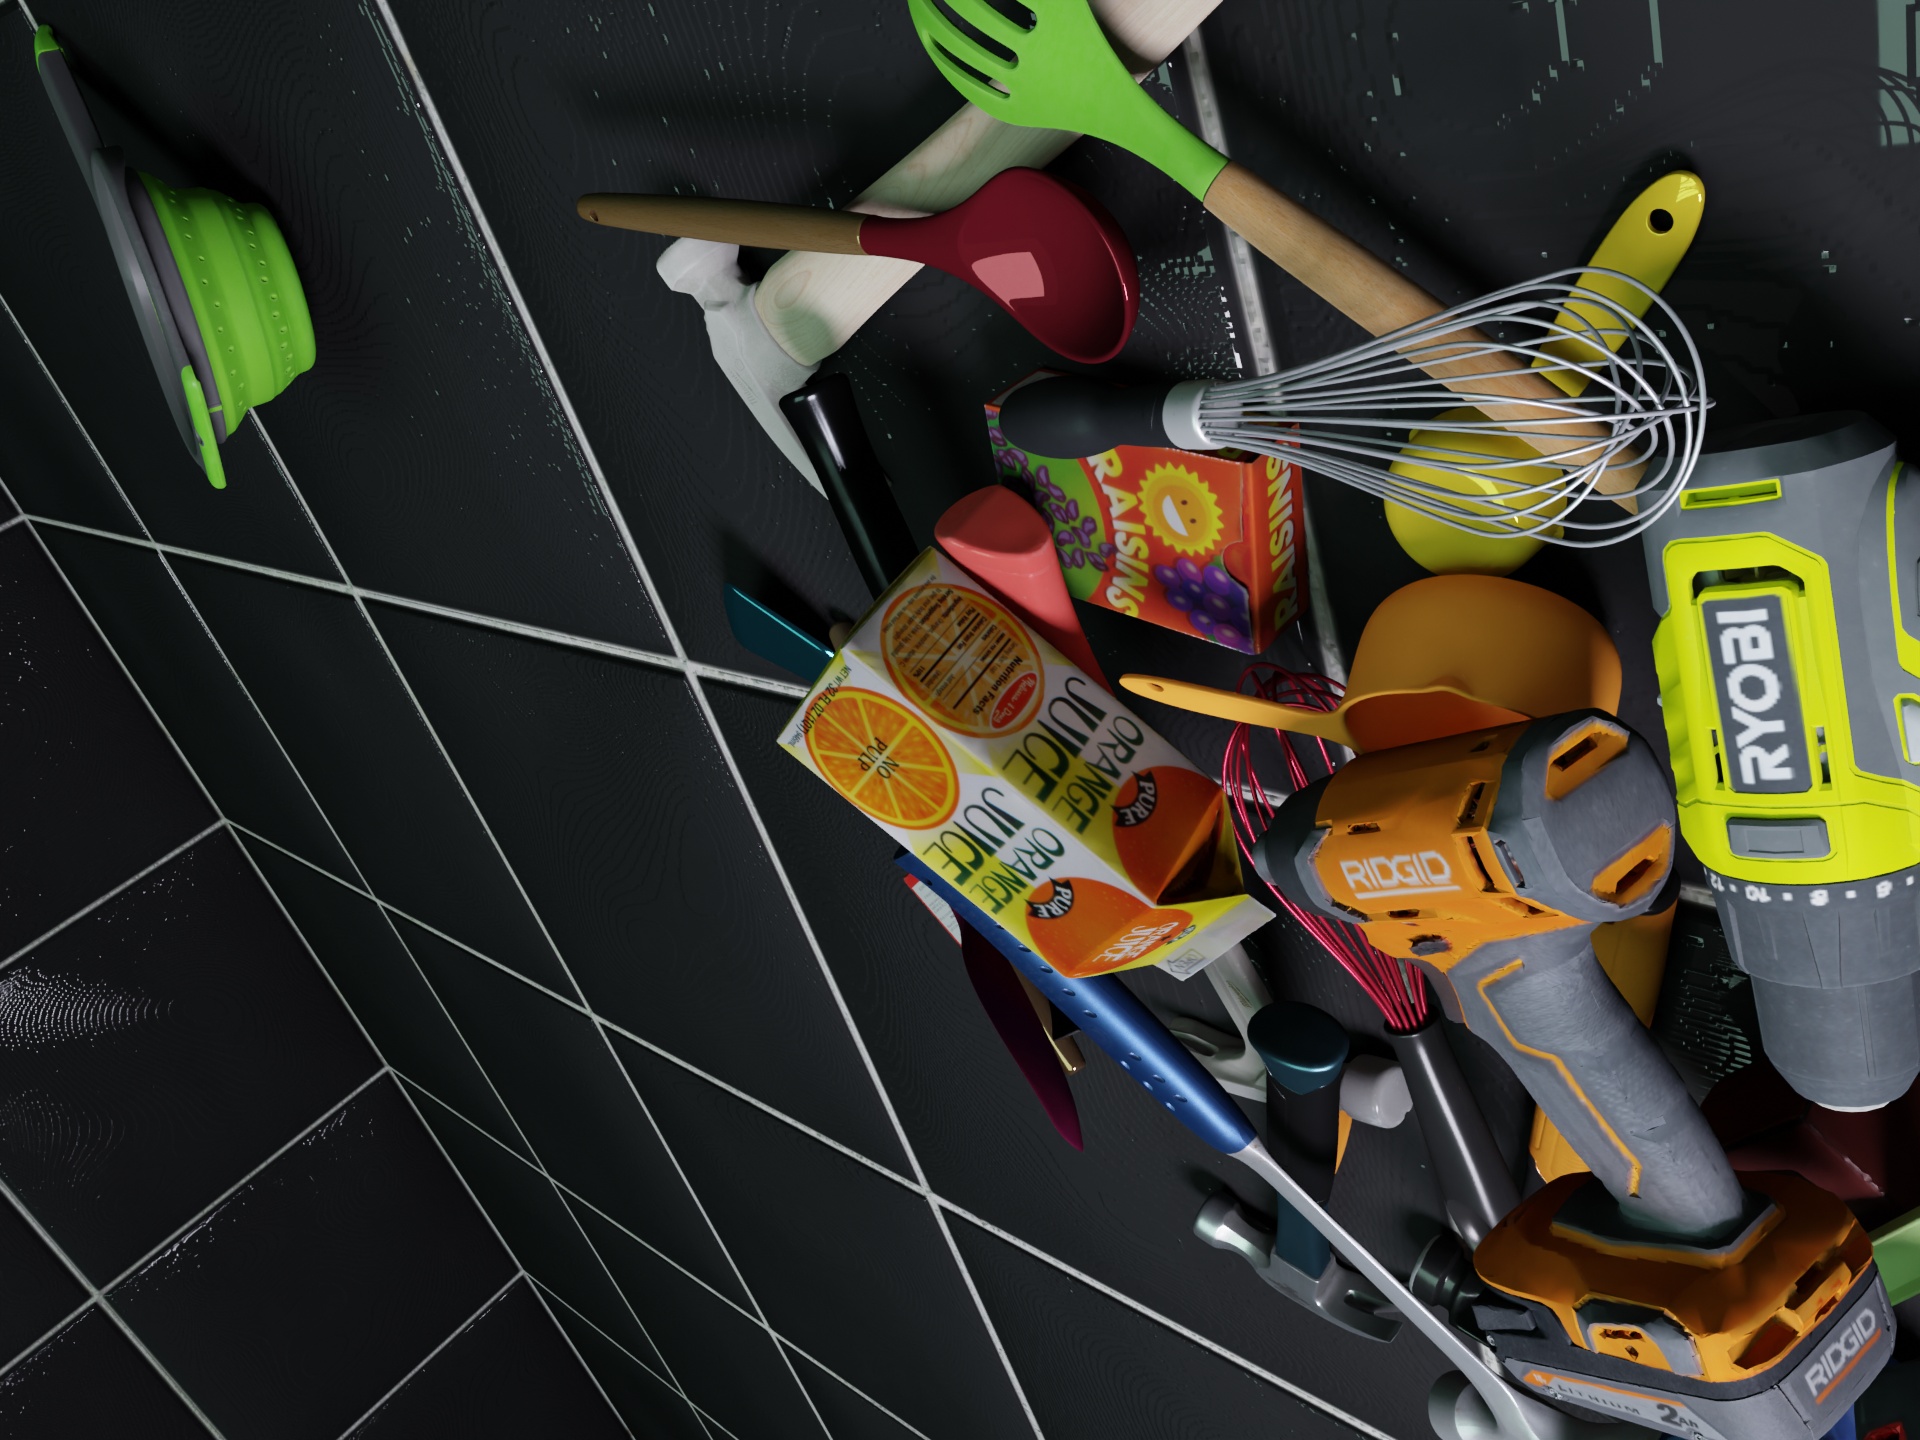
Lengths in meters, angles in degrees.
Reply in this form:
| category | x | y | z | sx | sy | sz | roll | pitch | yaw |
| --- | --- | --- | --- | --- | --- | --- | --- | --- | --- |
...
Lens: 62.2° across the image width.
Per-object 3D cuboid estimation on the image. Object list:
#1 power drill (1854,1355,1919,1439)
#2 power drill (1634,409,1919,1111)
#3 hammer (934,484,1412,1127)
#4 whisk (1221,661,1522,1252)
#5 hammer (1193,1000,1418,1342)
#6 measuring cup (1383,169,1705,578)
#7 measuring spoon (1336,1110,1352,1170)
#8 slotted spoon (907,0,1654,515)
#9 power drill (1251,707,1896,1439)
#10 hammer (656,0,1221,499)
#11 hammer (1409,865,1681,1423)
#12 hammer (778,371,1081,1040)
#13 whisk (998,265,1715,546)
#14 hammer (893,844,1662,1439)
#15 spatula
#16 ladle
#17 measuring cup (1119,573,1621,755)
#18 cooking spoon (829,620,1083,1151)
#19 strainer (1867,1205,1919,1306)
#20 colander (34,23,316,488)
| category | x | y | z | sx | sy | sz | roll | pitch | yaw |
| --- | --- | --- | --- | --- | --- | --- | --- | --- | --- |
| power drill | 0.377 | 0.289 | 0.437 | 0.226 | 0.188 | 0.080 | 8 | 138 | 6 |
| power drill | 0.287 | 0.013 | 0.376 | 0.228 | 0.080 | 0.190 | -3 | 106 | 45 |
| hammer | 0.080 | 0.050 | 0.717 | 0.149 | 0.037 | 0.358 | 5 | 136 | 48 |
| whisk | 0.177 | 0.106 | 0.649 | 0.073 | 0.073 | 0.295 | -4 | 116 | 53 |
| hammer | 0.166 | 0.224 | 0.779 | 0.128 | 0.033 | 0.330 | 28 | 154 | 28 |
| measuring cup | 0.177 | -0.099 | 0.488 | 0.062 | 0.029 | 0.156 | 40 | 148 | 15 |
| measuring spoon | 0.188 | 0.222 | 0.826 | 0.021 | 0.011 | 0.116 | 34 | 144 | 24 |
| slotted spoon | 0.099 | -0.150 | 0.483 | 0.314 | 0.031 | 0.070 | 39 | 148 | 7 |
| power drill | 0.186 | 0.111 | 0.527 | 0.226 | 0.084 | 0.164 | 64 | 153 | -4 |
| hammer | 0.012 | -0.200 | 0.585 | 0.146 | 0.038 | 0.410 | 54 | 148 | -10 |
| hammer | 0.263 | 0.182 | 0.671 | 0.127 | 0.034 | 0.336 | 27 | 141 | 34 |
| hammer | -0.001 | -0.002 | 0.724 | 0.146 | 0.035 | 0.334 | -108 | -5 | -64 |
| whisk | 0.097 | -0.096 | 0.490 | 0.285 | 0.070 | 0.070 | 16 | 135 | 55 |
| hammer | 0.130 | 0.186 | 0.681 | 0.405 | 0.035 | 0.144 | 45 | 158 | -6 |
| spatula | -0.031 | 0.055 | 0.852 | 0.318 | 0.044 | 0.082 | 57 | 166 | 16 |
| ladle | -0.053 | -0.188 | 0.616 | 0.316 | 0.031 | 0.069 | 20 | 139 | 39 |
| measuring cup | 0.141 | -0.019 | 0.558 | 0.174 | 0.052 | 0.095 | 12 | 160 | 31 |
| cooking spoon | -0.009 | 0.063 | 0.760 | 0.068 | 0.017 | 0.319 | 51 | -171 | -52 |
| strainer | 0.325 | 0.146 | 0.460 | 0.151 | 0.069 | 0.256 | 42 | 130 | 7 |
| colander | -0.527 | -0.340 | 1.075 | 0.397 | 0.094 | 0.204 | 58 | 153 | 22 |
